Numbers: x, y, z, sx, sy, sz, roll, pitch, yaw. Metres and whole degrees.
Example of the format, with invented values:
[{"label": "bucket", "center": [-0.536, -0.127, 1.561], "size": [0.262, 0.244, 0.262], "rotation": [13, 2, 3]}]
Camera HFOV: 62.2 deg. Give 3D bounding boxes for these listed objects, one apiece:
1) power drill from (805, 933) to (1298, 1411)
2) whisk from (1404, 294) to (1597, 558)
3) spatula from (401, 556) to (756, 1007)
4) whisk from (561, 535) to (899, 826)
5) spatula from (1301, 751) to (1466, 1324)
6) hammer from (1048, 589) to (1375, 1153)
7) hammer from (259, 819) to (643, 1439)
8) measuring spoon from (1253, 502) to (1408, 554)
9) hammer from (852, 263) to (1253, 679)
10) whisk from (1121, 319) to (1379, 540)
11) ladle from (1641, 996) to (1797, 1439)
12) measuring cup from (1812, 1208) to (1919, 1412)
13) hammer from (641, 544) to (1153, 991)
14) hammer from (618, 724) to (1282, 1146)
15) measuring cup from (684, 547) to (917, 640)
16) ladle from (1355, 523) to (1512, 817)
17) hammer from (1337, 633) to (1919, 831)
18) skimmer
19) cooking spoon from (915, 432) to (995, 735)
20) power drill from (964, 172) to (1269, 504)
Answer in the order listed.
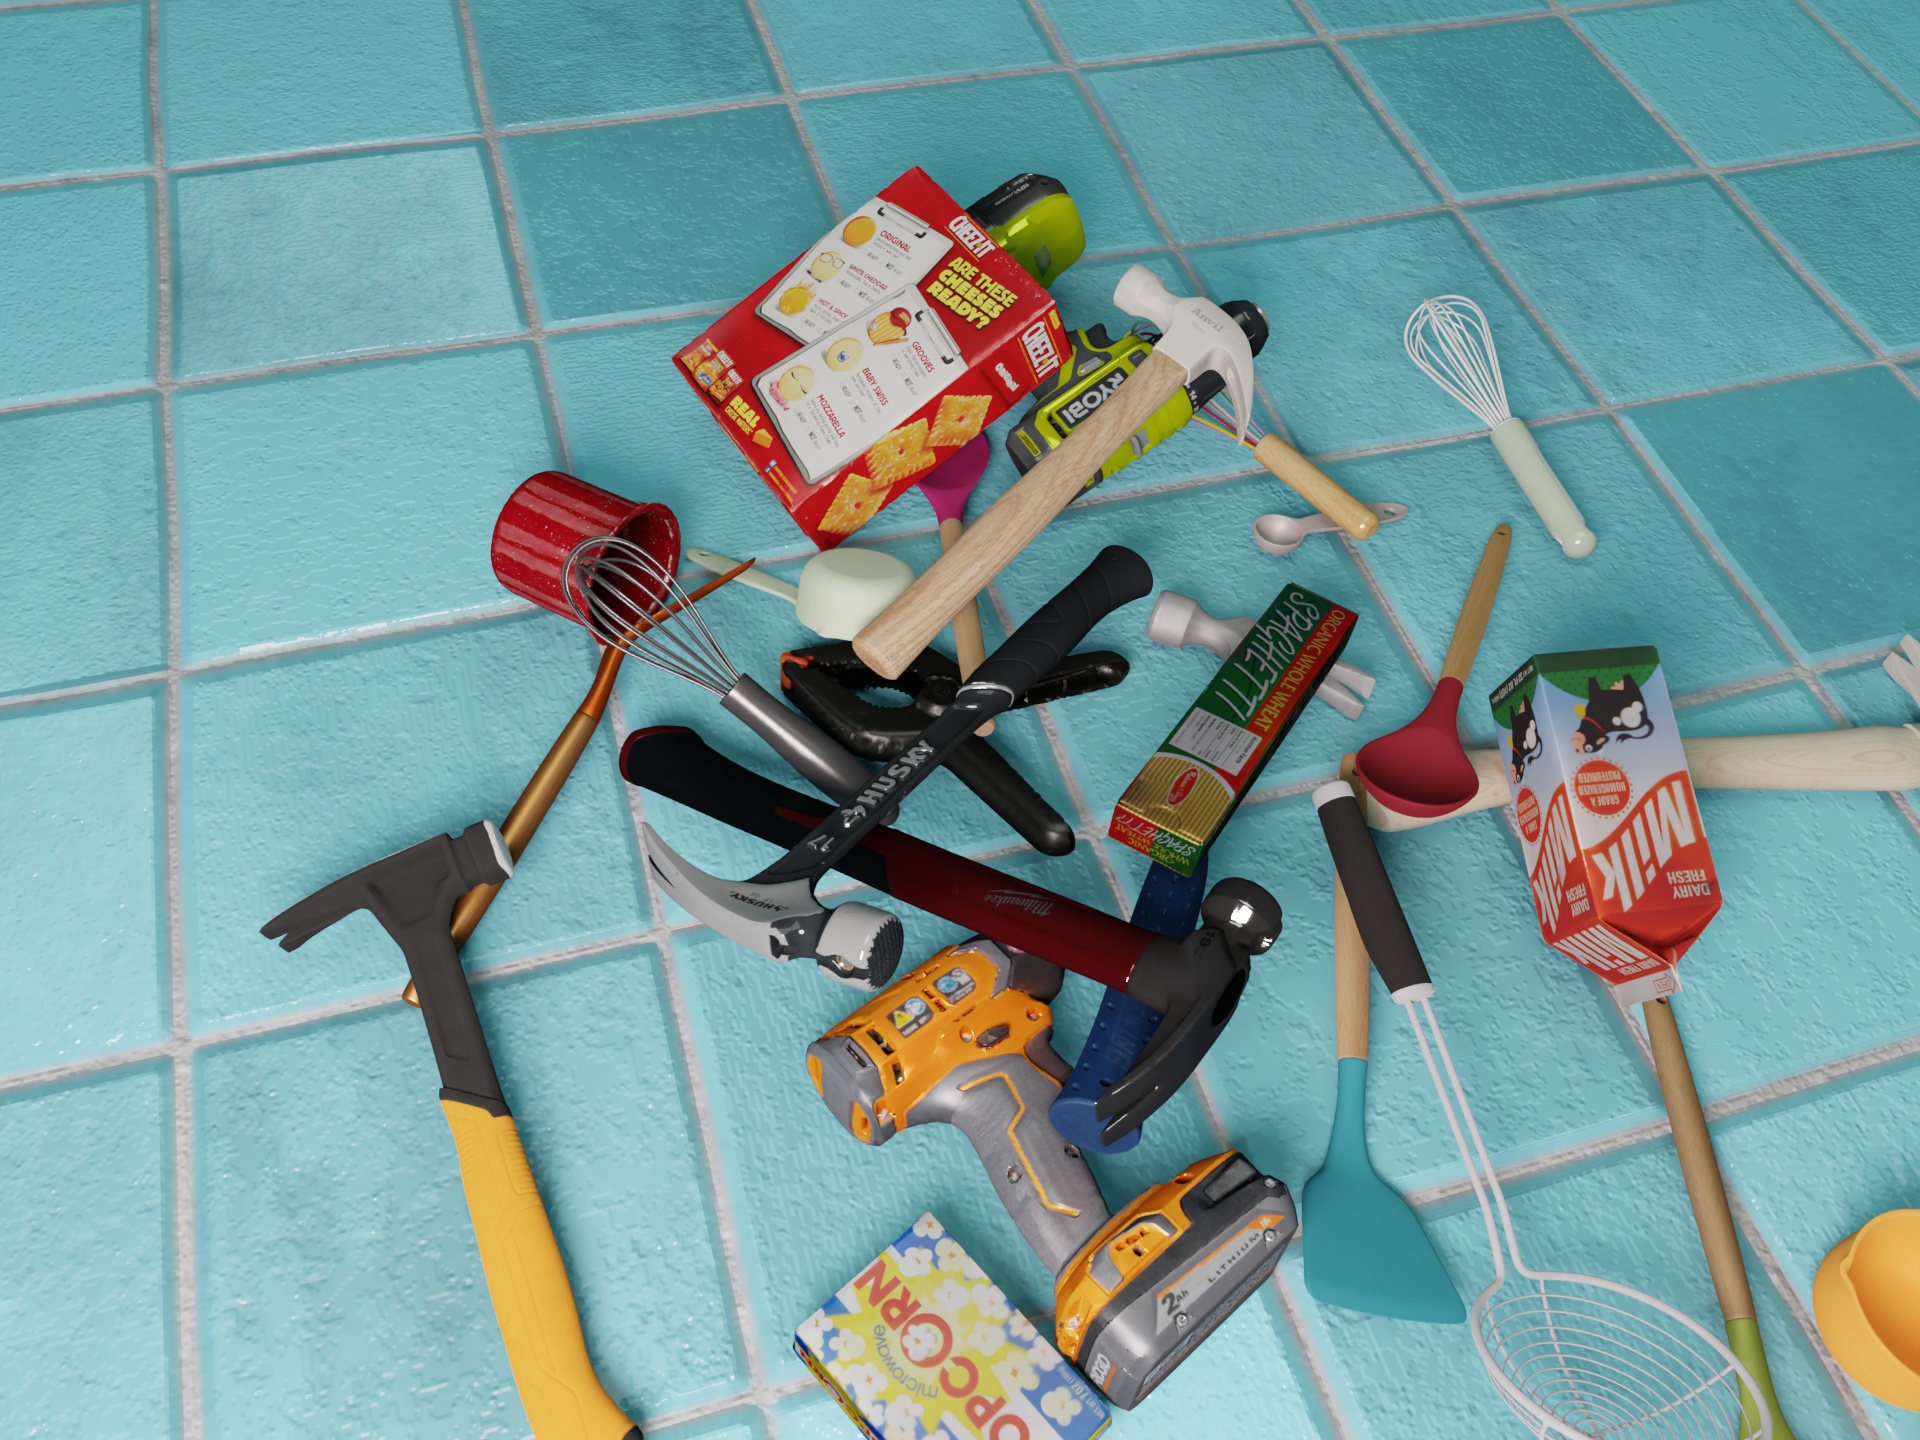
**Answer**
[{"label": "power drill", "center": [0.054, 0.198, 0.786], "size": [0.164, 0.084, 0.227], "rotation": [-33, 60, -27]}, {"label": "whisk", "center": [0.387, -0.214, 1.135], "size": [0.059, 0.057, 0.247], "rotation": [-30, 60, 16]}, {"label": "spatula", "center": [-0.218, 0.024, 0.909], "size": [0.041, 0.081, 0.323], "rotation": [38, 61, -22]}, {"label": "whisk", "center": [-0.127, -0.020, 0.904], "size": [0.239, 0.055, 0.055], "rotation": [40, 57, -8]}, {"label": "spatula", "center": [0.214, 0.153, 0.841], "size": [0.082, 0.044, 0.318], "rotation": [12, 60, -8]}, {"label": "hammer", "center": [0.130, 0.066, 0.863], "size": [0.144, 0.035, 0.406], "rotation": [20, 42, 8]}, {"label": "hammer", "center": [-0.235, 0.211, 0.767], "size": [0.127, 0.034, 0.337], "rotation": [-24, 63, -8]}, {"label": "measuring spoon", "center": [0.253, -0.131, 1.084], "size": [0.124, 0.018, 0.034], "rotation": [-12, 48, -21]}, {"label": "hammer", "center": [0.059, -0.145, 0.975], "size": [0.130, 0.031, 0.331], "rotation": [38, 71, 17]}, {"label": "whisk", "center": [0.199, -0.207, 1.107], "size": [0.047, 0.051, 0.245], "rotation": [-26, 58, -32]}, {"label": "ladle", "center": [0.382, 0.264, 0.781], "size": [0.078, 0.062, 0.320], "rotation": [7, 51, -5]}, {"label": "measuring cup", "center": [0.450, 0.321, 0.747], "size": [0.095, 0.052, 0.174], "rotation": [16, 56, 7]}, {"label": "hammer", "center": [-0.001, -0.003, 0.854], "size": [0.149, 0.036, 0.409], "rotation": [14, 35, 27]}, {"label": "hammer", "center": [-0.043, 0.082, 0.808], "size": [0.386, 0.038, 0.143], "rotation": [18, 48, 32]}, {"label": "measuring cup", "center": [-0.102, -0.095, 0.998], "size": [0.168, 0.038, 0.083], "rotation": [21, 28, 20]}, {"label": "ladle", "center": [0.308, -0.038, 0.984], "size": [0.069, 0.031, 0.315], "rotation": [18, 44, 17]}, {"label": "hammer", "center": [0.432, 0.019, 0.974], "size": [0.410, 0.038, 0.146], "rotation": [-3, 53, -6]}, {"label": "skimmer", "center": [0.261, 0.179, 0.772], "size": [0.127, 0.090, 0.364], "rotation": [-1, 60, -27]}, {"label": "cooking spoon", "center": [-0.004, -0.107, 1.015], "size": [0.068, 0.017, 0.319], "rotation": [-1, 45, -7]}, {"label": "power drill", "center": [0.083, -0.275, 1.104], "size": [0.190, 0.080, 0.229], "rotation": [-35, 60, 0]}]
